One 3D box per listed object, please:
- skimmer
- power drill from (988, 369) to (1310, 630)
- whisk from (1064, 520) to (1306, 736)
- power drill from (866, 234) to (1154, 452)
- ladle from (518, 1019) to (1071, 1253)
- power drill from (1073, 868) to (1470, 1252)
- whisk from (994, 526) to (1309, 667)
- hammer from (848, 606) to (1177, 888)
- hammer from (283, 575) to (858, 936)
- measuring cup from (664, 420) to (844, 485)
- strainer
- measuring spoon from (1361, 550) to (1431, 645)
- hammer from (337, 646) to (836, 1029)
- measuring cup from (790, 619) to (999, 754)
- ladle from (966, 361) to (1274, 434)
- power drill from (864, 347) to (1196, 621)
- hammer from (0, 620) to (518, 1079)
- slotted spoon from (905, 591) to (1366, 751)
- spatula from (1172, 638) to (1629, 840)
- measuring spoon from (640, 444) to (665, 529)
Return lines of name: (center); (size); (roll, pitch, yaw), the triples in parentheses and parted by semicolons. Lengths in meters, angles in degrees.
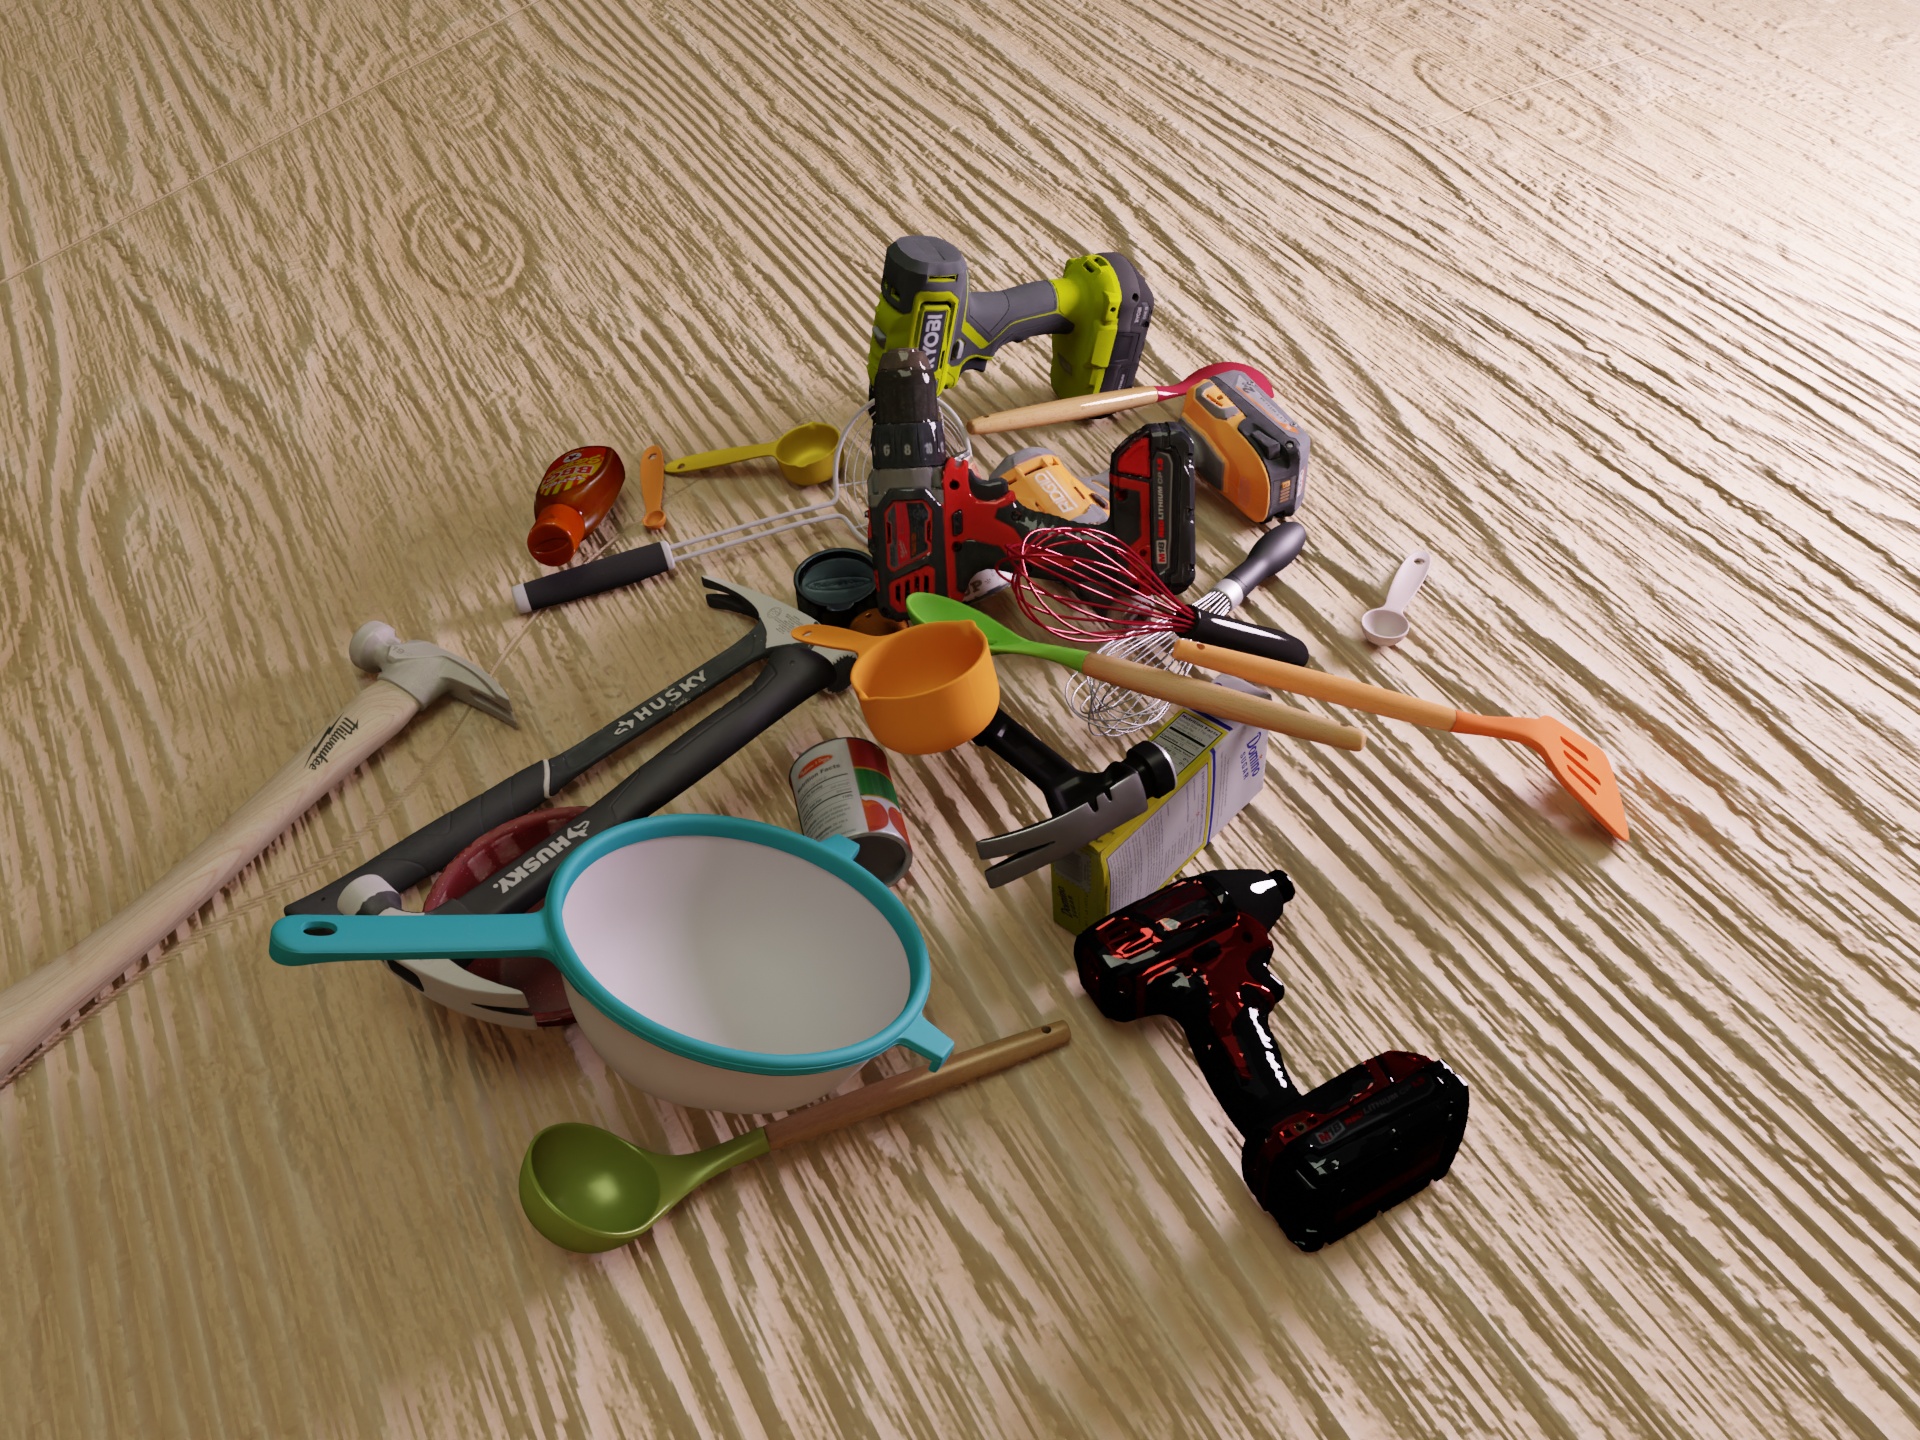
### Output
skimmer: (-0.168, -0.154, 1.221); (0.363, 0.090, 0.127); (-18, 81, -10)
power drill: (0.158, -0.166, 1.224); (0.226, 0.084, 0.186); (-24, 52, -13)
whisk: (0.175, -0.073, 1.152); (0.070, 0.070, 0.284); (29, 50, 27)
power drill: (0.031, -0.299, 1.303); (0.228, 0.190, 0.080); (-10, 43, -25)
ladle: (-0.085, 0.217, 0.890); (0.320, 0.062, 0.078); (-17, 41, -16)
power drill: (0.177, 0.174, 0.904); (0.143, 0.078, 0.220); (-23, 47, -18)
whisk: (0.137, -0.070, 1.051); (0.295, 0.073, 0.073); (13, 33, -41)
hammer: (-0.002, -0.003, 1.038); (0.127, 0.034, 0.337); (-28, 32, -15)
hammer: (-0.271, 0.026, 1.095); (0.409, 0.036, 0.149); (-35, 53, -26)
measuring cup: (-0.171, -0.214, 1.329); (0.156, 0.029, 0.062); (-6, 45, 14)
strainer: (-0.186, 0.144, 0.848); (0.340, 0.095, 0.211); (3, 31, -26)
measuring spoon: (0.329, -0.090, 1.187); (0.034, 0.018, 0.124); (19, 44, 20)
hammer: (-0.203, 0.055, 0.985); (0.146, 0.035, 0.335); (31, 55, 29)
measuring cup: (-0.048, -0.026, 1.016); (0.095, 0.052, 0.174); (-38, 34, -30)
ladle: (0.134, -0.259, 1.287); (0.315, 0.031, 0.069); (-16, 31, -32)
power drill: (0.045, -0.166, 1.101); (0.226, 0.188, 0.080); (-2, 11, 3)
hammer: (-0.477, 0.089, 1.047); (0.146, 0.038, 0.411); (24, 53, 22)
slotted spoon: (0.103, -0.029, 1.008); (0.314, 0.031, 0.070); (17, 20, 24)
spatula: (0.286, 0.000, 1.016); (0.322, 0.041, 0.081); (14, 45, -7)
measuring spoon: (-0.254, -0.193, 1.320); (0.021, 0.011, 0.117); (-17, 43, 4)
